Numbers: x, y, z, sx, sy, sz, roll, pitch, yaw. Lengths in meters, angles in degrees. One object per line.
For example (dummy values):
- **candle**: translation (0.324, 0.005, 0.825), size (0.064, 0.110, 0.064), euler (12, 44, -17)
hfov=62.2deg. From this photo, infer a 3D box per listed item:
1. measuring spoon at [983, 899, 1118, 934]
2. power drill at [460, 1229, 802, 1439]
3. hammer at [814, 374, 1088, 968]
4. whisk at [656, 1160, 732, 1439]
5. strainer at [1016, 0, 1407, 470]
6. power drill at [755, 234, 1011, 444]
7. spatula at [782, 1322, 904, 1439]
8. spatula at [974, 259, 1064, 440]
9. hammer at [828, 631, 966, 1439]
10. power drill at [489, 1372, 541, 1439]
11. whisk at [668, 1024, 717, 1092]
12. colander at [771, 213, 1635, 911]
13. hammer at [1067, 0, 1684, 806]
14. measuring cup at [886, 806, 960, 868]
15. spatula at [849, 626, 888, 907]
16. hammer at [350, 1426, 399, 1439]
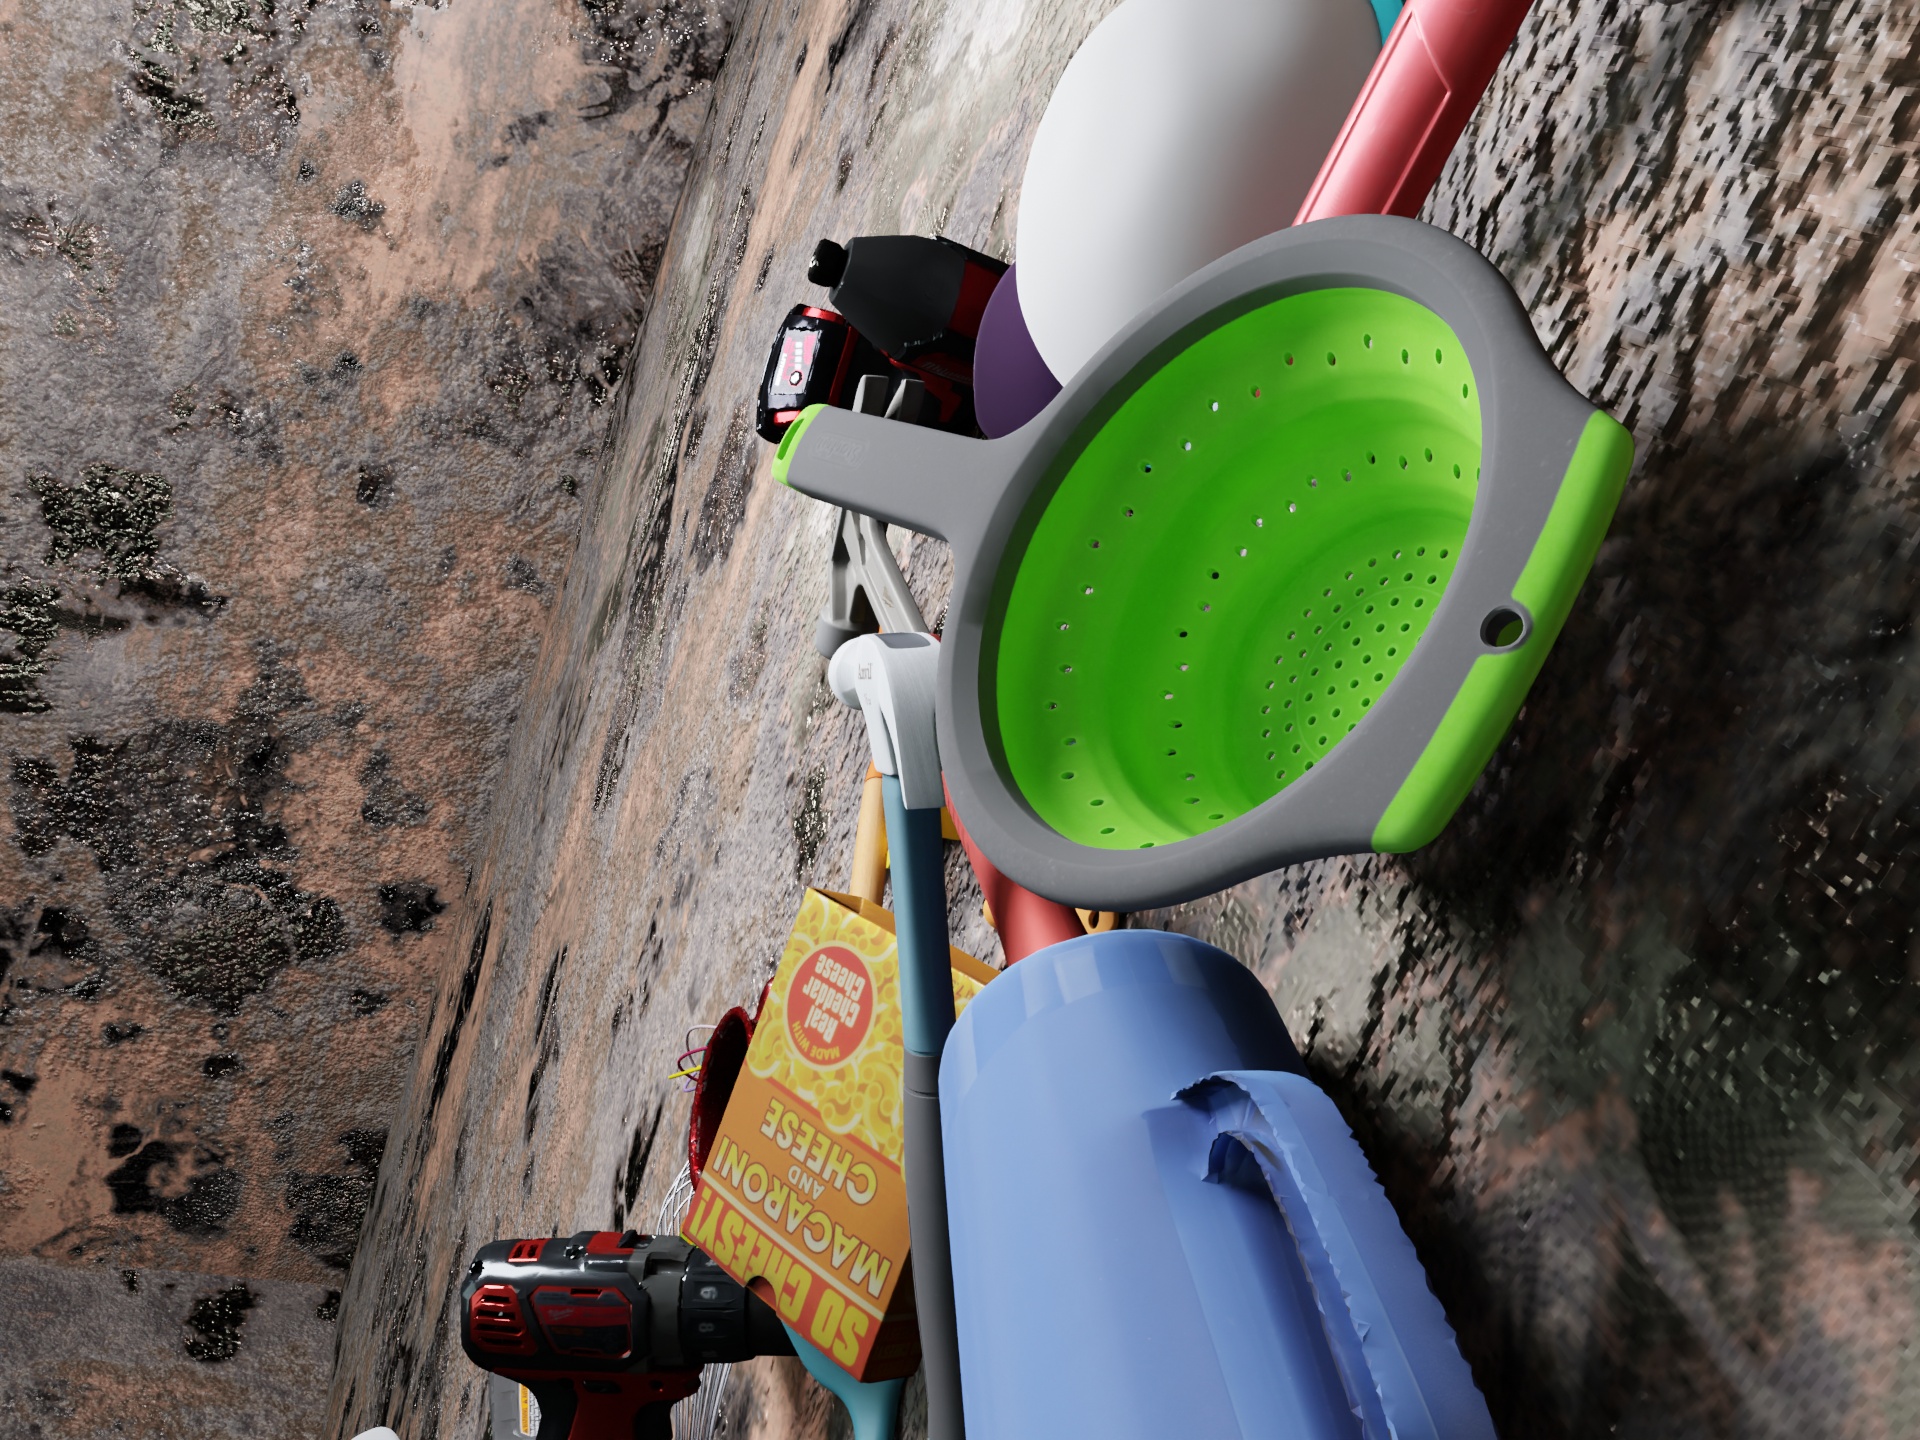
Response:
- **measuring spoon**: translation (0.035, 0.081, 0.668), size (0.117, 0.011, 0.021), euler (171, 111, -67)
- **power drill**: translation (-0.140, 0.356, 0.752), size (0.080, 0.188, 0.227), euler (7, -97, -86)
- **hammer**: translation (-0.001, -0.002, 0.651), size (0.359, 0.036, 0.149), euler (-115, 32, -50)
- **whisk**: translation (-0.144, 0.374, 0.867), size (0.070, 0.070, 0.285), euler (158, 119, -64)
- **strainer**: translation (0.084, -0.273, 0.660), size (0.211, 0.095, 0.341), euler (146, 133, -59)
- **power drill**: translation (-0.031, -0.191, 0.832), size (0.220, 0.143, 0.078), euler (174, 111, -70)
- **spatula**: translation (-0.043, 0.355, 0.639), size (0.082, 0.044, 0.318), euler (-23, 50, 22)
- **spatula**: translation (0.065, -0.269, 0.751), size (0.018, 0.059, 0.316), euler (-5, 63, 56)
- **hammer**: translation (-0.010, 0.132, 0.583), size (0.128, 0.033, 0.331), euler (-177, 82, -74)
- **power drill**: translation (-0.210, 0.459, 0.883), size (0.191, 0.080, 0.228), euler (-123, 32, -64)
- **whisk**: translation (-0.116, 0.192, 0.929), size (0.245, 0.047, 0.051), euler (-32, 46, 56)
- **colander**: translation (0.052, -0.051, 0.520), size (0.397, 0.094, 0.204), euler (27, 89, 56)
- **hammer**: translation (0.092, -0.119, 0.548), size (0.143, 0.038, 0.386), euler (42, 128, 24)
- **measuring cup**: translation (-0.011, 0.048, 0.798), size (0.156, 0.029, 0.062), euler (122, 158, -63)
- **spatula**: translation (-0.055, 0.053, 0.843), size (0.081, 0.041, 0.323), euler (111, 167, -49)
- **hammer**: translation (-0.225, 0.511, 0.803), size (0.337, 0.034, 0.127), euler (28, 123, 39)
